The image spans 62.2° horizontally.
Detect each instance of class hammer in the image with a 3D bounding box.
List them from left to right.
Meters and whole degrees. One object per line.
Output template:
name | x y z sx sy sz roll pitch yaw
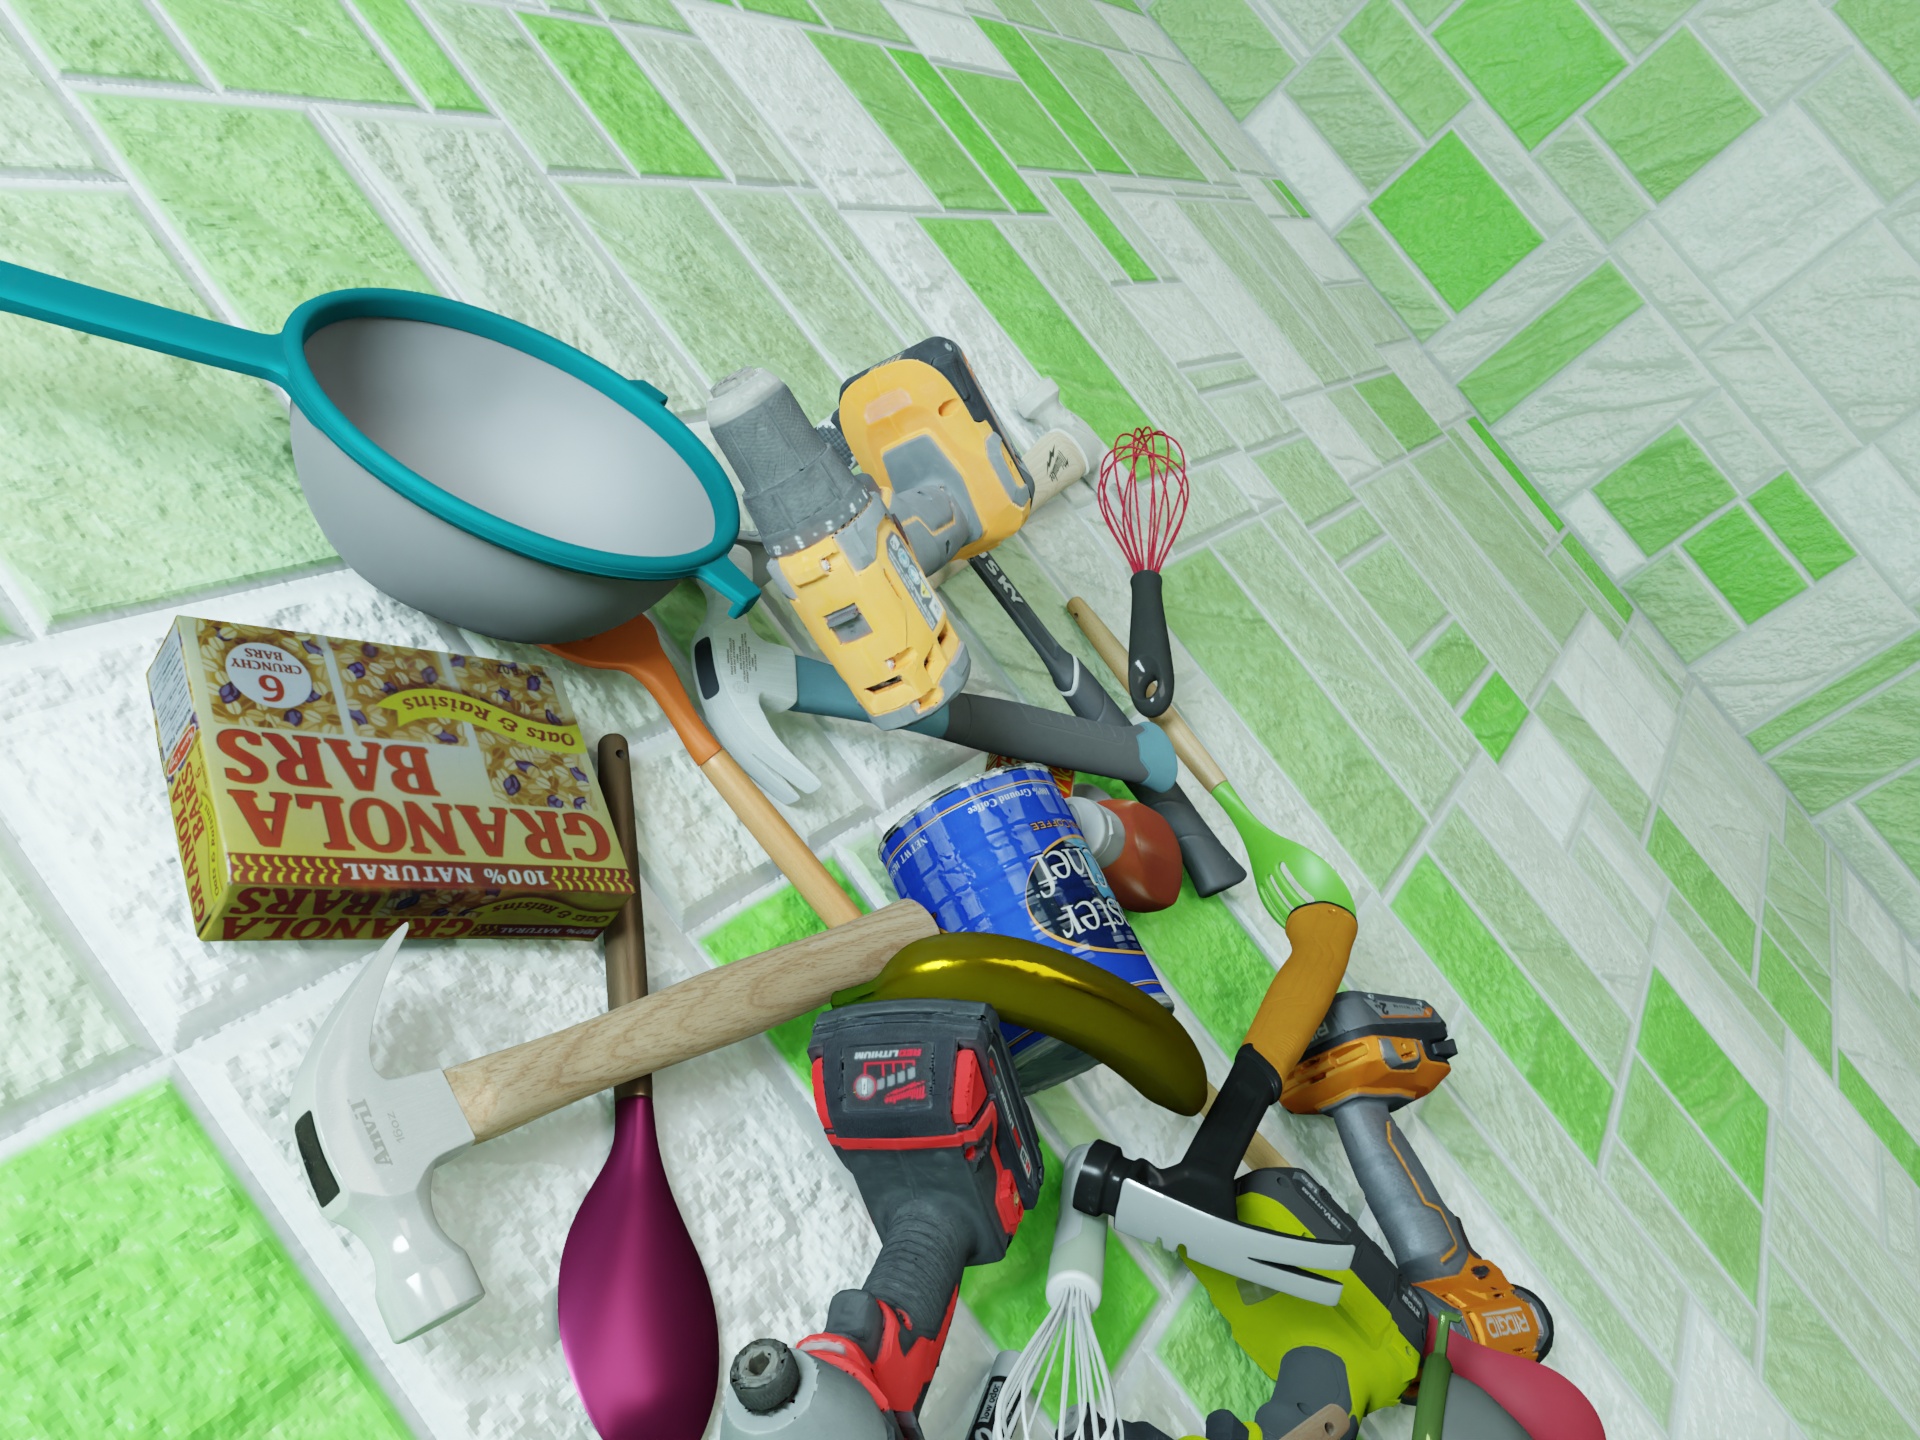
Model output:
hammer | -0.115 0.121 0.647 0.331 0.031 0.130 -12 67 -55
hammer | -0.001 -0.003 0.899 0.330 0.033 0.128 12 64 -37
hammer | 0.037 -0.148 1.161 0.146 0.038 0.411 49 32 -3
hammer | 0.058 -0.047 1.034 0.409 0.036 0.149 52 32 -9
hammer | 0.173 0.179 0.847 0.127 0.034 0.337 16 24 19

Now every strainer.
strainer | -0.265 -0.111 0.690 0.340 0.095 0.211 12 34 -36
strainer | -0.101 -0.107 0.938 0.087 0.050 0.258 11 16 21
strainer | 0.228 0.398 0.698 0.256 0.069 0.151 -45 135 -62

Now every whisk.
whisk | 0.048 0.256 0.694 0.059 0.058 0.246 46 17 -6
whisk | 0.136 -0.116 1.168 0.073 0.073 0.296 31 42 -28

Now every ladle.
ladle | 0.212 0.286 0.856 0.316 0.069 0.031 45 10 22

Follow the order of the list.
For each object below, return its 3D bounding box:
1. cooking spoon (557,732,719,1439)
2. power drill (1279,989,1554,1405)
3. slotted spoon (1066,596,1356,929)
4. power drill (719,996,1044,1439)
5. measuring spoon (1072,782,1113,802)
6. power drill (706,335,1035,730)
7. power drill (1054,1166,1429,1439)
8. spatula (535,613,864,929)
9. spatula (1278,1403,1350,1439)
cooking spoon | -0.136 0.134 0.655 0.068 0.017 0.319 21 42 -37
power drill | 0.278 0.285 0.957 0.164 0.084 0.227 15 49 -43
slotted spoon | 0.164 0.029 1.106 0.031 0.070 0.314 -17 59 -34
power drill | -0.032 0.214 0.599 0.220 0.078 0.143 -72 150 -53
measuring spoon | 0.061 0.075 0.973 0.034 0.018 0.124 36 37 10
power drill | -0.044 -0.125 0.824 0.185 0.084 0.226 58 28 -22
power drill | 0.136 0.322 0.740 0.171 0.080 0.223 48 34 -3
spatula | -0.112 0.041 0.783 0.322 0.041 0.081 51 33 -5
spatula | 0.048 0.340 0.592 0.316 0.018 0.060 -18 70 -39
